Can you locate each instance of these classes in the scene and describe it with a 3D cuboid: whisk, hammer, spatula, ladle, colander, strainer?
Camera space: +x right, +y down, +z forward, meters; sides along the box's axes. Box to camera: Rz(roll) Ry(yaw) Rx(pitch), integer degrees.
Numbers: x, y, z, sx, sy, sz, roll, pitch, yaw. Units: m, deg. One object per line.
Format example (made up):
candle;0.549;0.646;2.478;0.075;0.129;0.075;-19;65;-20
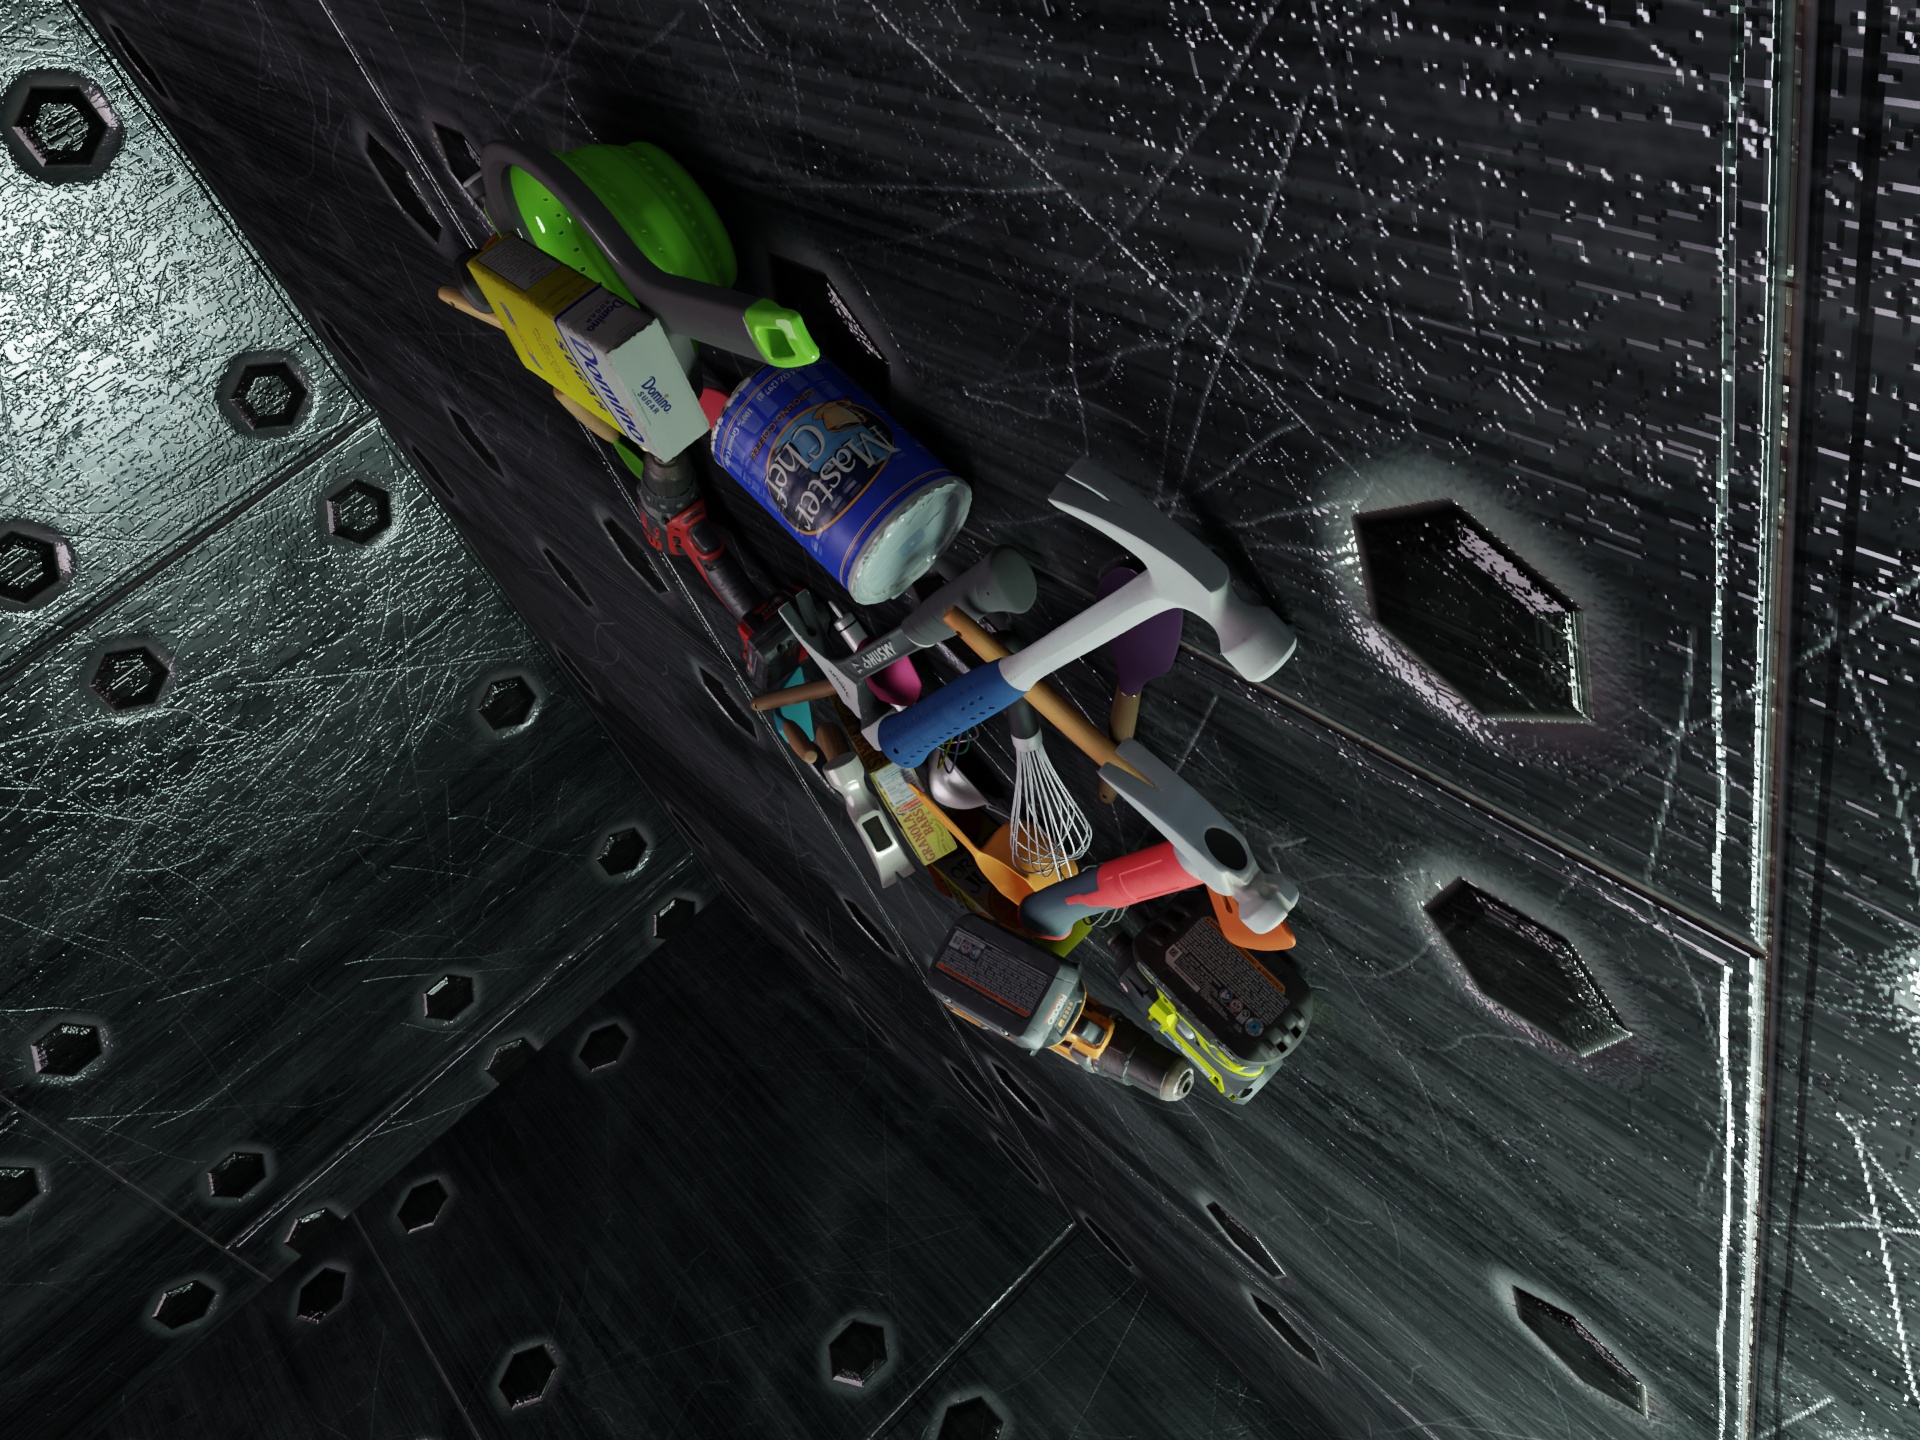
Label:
whisk;-0.002;-0.006;1.279;0.051;0.047;0.245;42;165;3
hammer;-0.038;-0.067;1.176;0.149;0.036;0.409;52;159;-6
whisk;0.056;0.032;1.215;0.070;0.070;0.284;37;156;36
spatula;0.104;0.040;1.062;0.322;0.041;0.081;41;160;-14
whisk;0.131;0.125;1.244;0.055;0.055;0.239;48;160;3
hammer;-0.097;0.056;1.423;0.130;0.031;0.331;64;176;-16
spatula;-0.154;0.007;1.558;0.318;0.044;0.082;-144;44;-76
ladle;-0.280;-0.281;1.261;0.315;0.031;0.069;25;154;10
spatula;0.106;-0.012;1.033;0.060;0.018;0.315;36;160;16
colander;-0.169;-0.285;0.989;0.397;0.094;0.204;30;156;49
hammer;0.098;0.106;1.131;0.143;0.038;0.386;43;161;-3
hammer;-0.346;-0.349;1.220;0.127;0.034;0.337;56;-176;-26
hammer;0.035;-0.036;0.968;0.144;0.035;0.405;43;154;-9
strainer;-0.044;-0.001;1.430;0.258;0.050;0.087;55;178;-9

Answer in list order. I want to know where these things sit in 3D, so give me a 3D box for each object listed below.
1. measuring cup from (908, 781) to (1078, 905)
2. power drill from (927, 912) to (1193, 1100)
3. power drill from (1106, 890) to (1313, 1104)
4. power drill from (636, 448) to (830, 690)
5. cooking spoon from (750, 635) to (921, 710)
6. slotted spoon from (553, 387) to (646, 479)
measuring cup;0.031;0.100;1.409;0.173;0.052;0.095;44;163;1
power drill;0.090;0.252;1.344;0.185;0.084;0.226;24;170;32
power drill;0.187;0.214;1.246;0.171;0.080;0.223;44;167;14
power drill;-0.223;-0.153;1.490;0.227;0.080;0.188;50;164;7
cooking spoon;-0.123;-0.030;1.460;0.319;0.017;0.068;-10;111;58
slotted spoon;-0.321;-0.264;1.444;0.070;0.031;0.314;48;180;1
